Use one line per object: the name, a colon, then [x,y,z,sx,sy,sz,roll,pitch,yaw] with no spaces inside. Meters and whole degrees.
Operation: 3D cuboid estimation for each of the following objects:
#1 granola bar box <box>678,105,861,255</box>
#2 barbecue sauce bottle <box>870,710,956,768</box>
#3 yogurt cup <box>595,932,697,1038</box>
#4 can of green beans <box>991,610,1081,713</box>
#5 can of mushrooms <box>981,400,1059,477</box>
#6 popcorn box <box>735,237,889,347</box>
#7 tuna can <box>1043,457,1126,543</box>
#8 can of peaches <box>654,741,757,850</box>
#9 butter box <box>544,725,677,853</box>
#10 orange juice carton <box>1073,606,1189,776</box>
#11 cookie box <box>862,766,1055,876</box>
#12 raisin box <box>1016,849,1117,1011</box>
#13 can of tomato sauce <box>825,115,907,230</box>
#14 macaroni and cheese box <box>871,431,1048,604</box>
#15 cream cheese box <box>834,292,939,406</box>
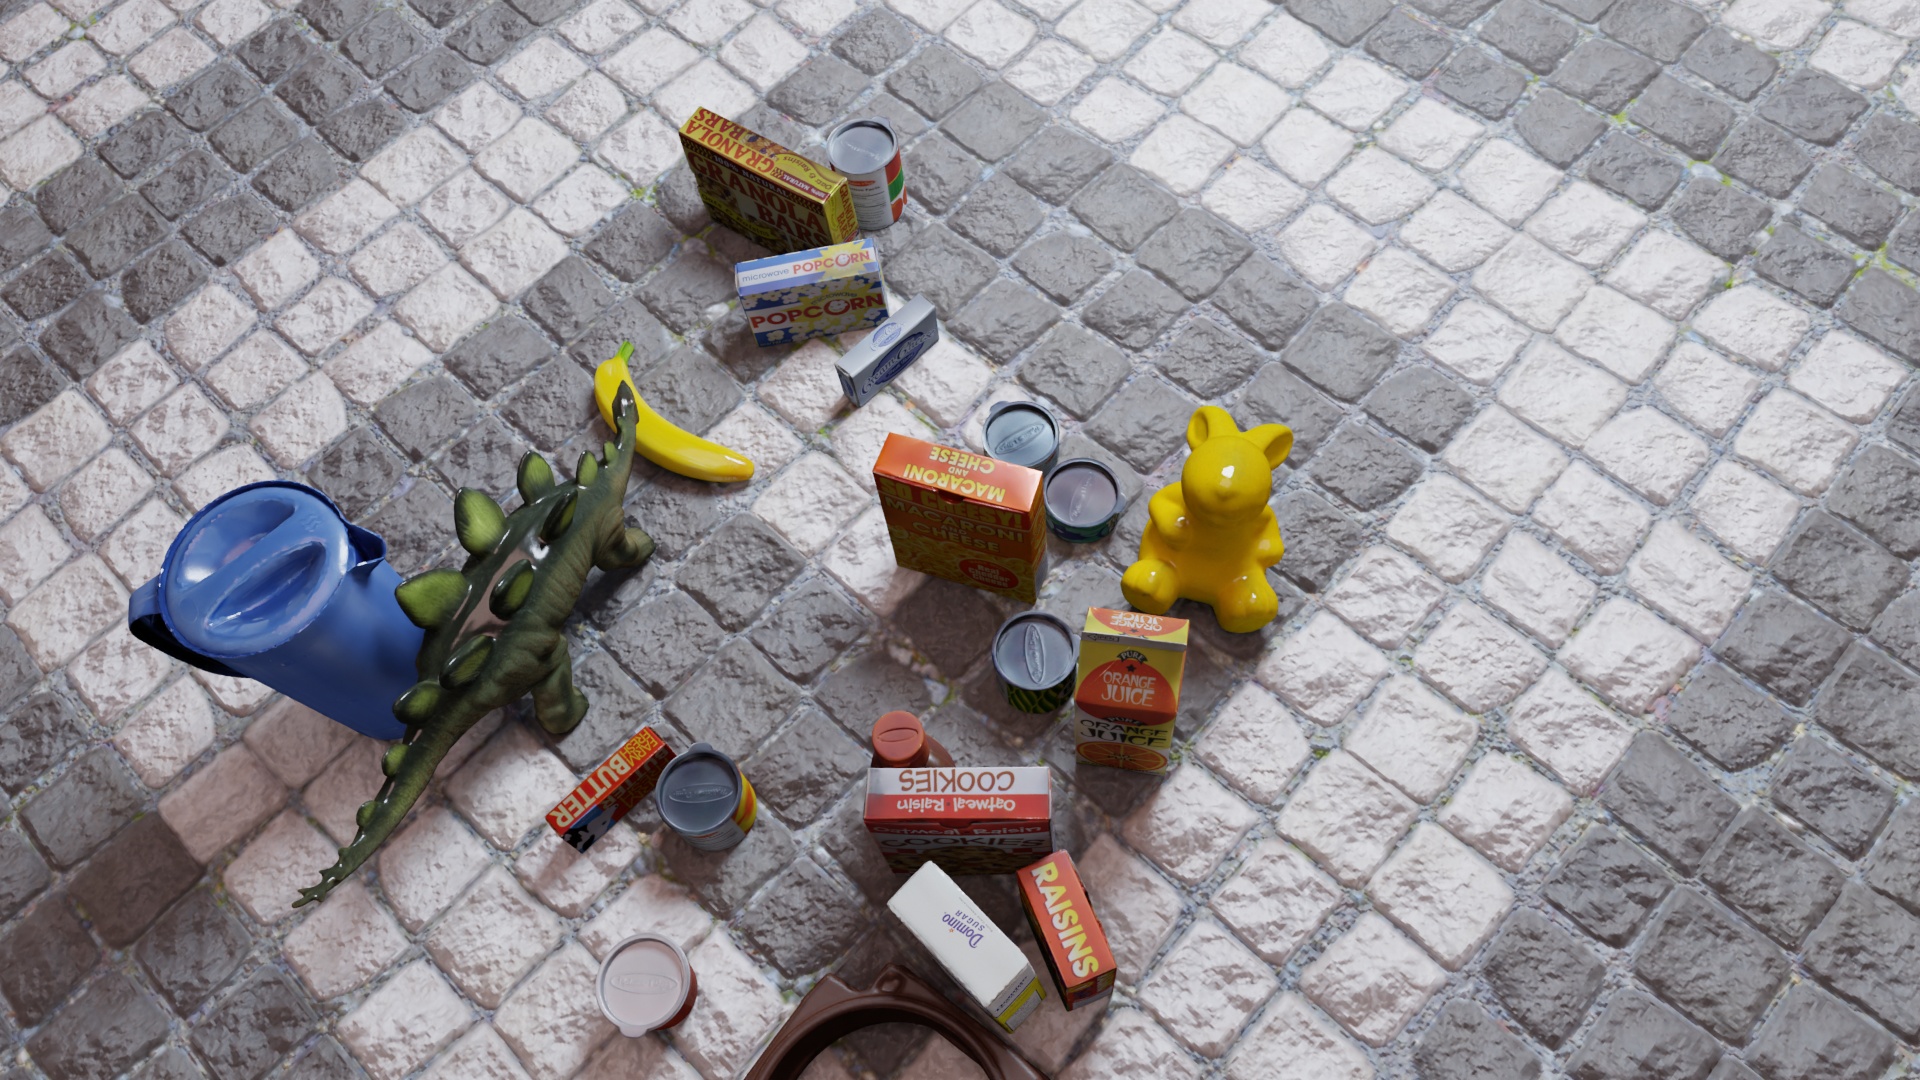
granola bar box: [-0.171,-0.312,1.270,0.166,0.123,0.039,30,70,18]
barbecue sauce bottle: [-0.037,0.165,1.011,0.065,0.148,0.044,-7,64,2]
yogurt cup: [-0.223,0.322,1.003,0.072,0.053,0.072,-2,64,4]
can of green beans: [0.059,0.096,1.087,0.071,0.057,0.071,-2,64,4]
can of mushrooms: [0.051,-0.085,1.191,0.071,0.033,0.071,-2,64,4]
popcorn box: [-0.131,-0.221,1.244,0.127,0.085,0.038,-11,64,0]
tuna can: [0.104,-0.032,1.161,0.071,0.032,0.071,-2,64,4]
can of peaches: [-0.192,0.196,1.060,0.071,0.057,0.071,-2,64,4]
butter box: [-0.267,0.192,1.071,0.104,0.053,0.024,-43,68,-15]
orange juice carton: [0.122,0.105,1.003,0.072,0.192,0.073,8,65,9]
cookie box: [0.004,0.201,0.979,0.123,0.166,0.040,-2,64,4]
raisin box: [0.074,0.273,0.963,0.040,0.123,0.086,-21,64,-5]
can of tomato sauce: [-0.086,-0.344,1.301,0.071,0.082,0.071,-2,64,4]
macaroni and cheese box: [0.004,-0.014,1.086,0.124,0.165,0.040,15,67,12]
cream cheese box: [-0.063,-0.168,1.230,0.104,0.053,0.024,-42,68,-15]
